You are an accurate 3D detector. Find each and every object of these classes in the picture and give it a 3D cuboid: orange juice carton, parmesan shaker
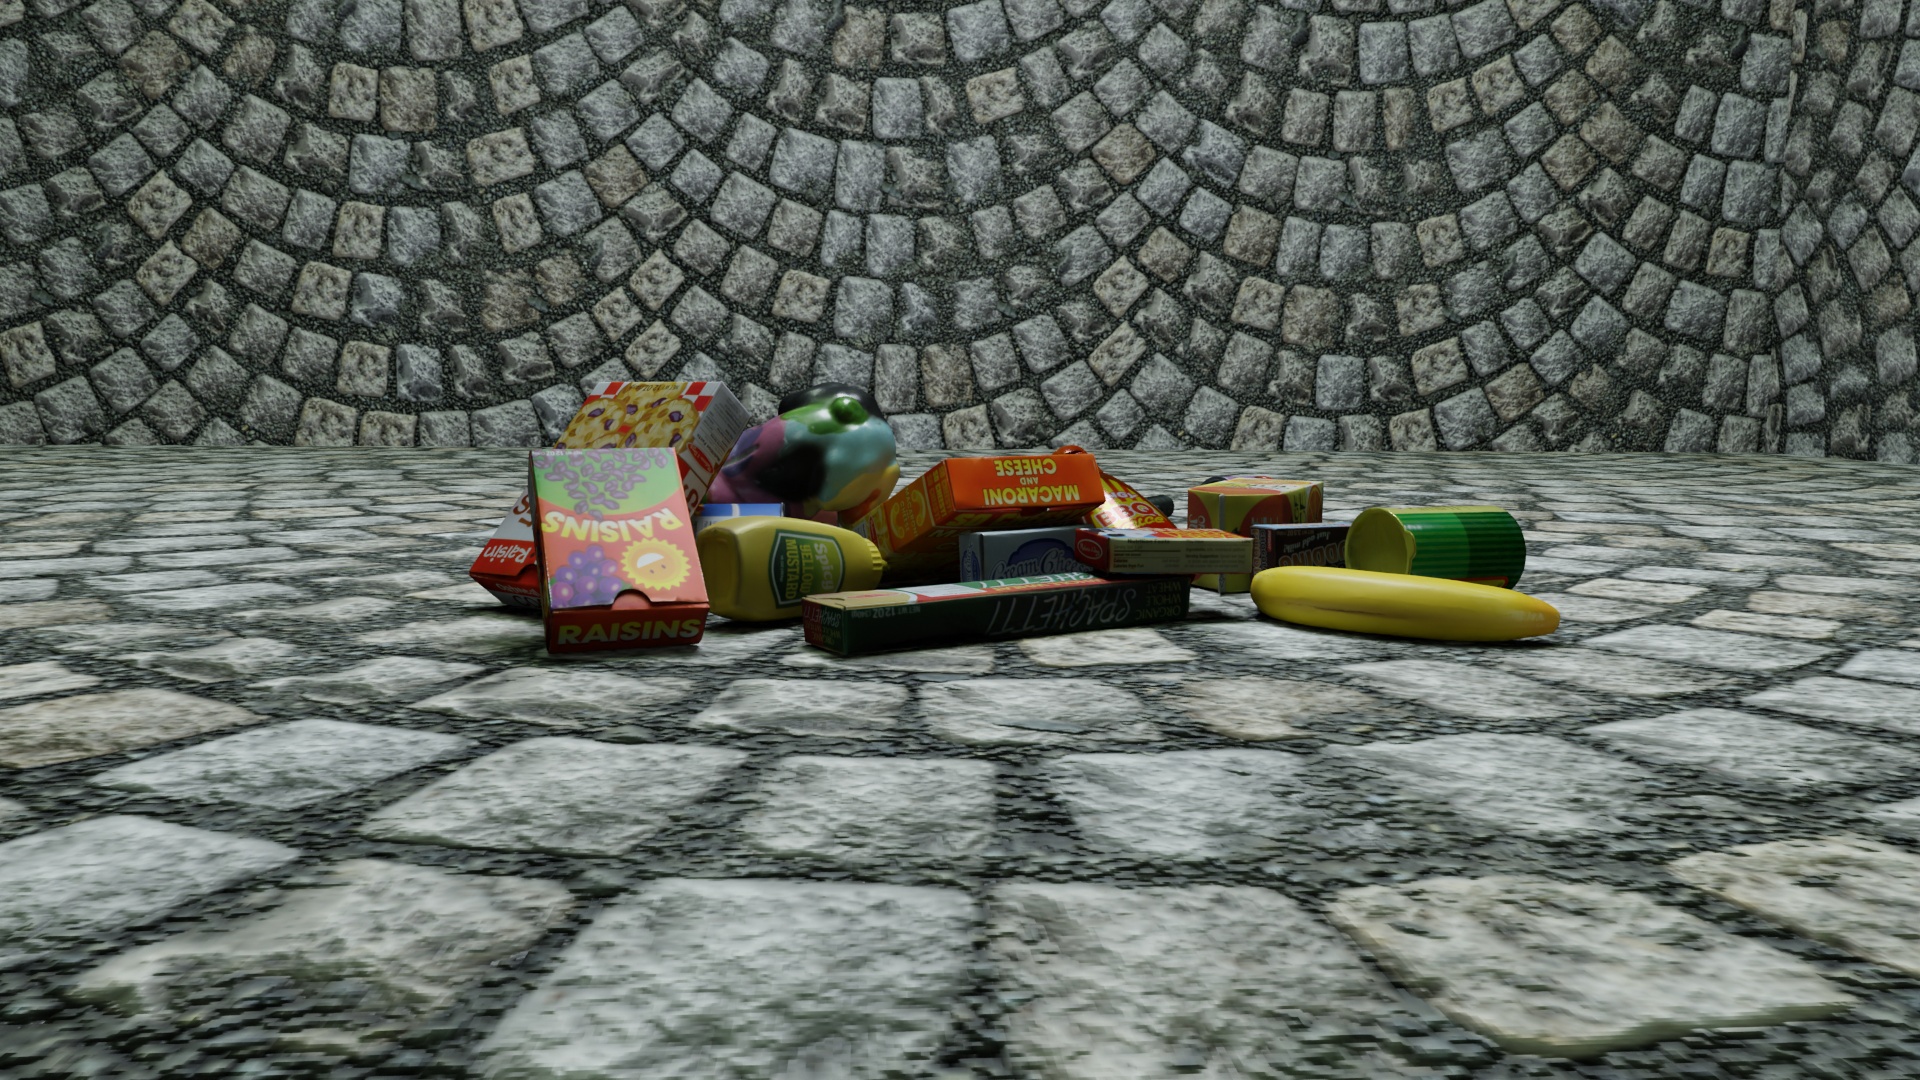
[{"bbox_3d":[0.221,-0.006,1.057,0.073,0.071,0.193,3,7,25],"label":"orange juice carton"},{"bbox_3d":[0.327,0.009,0.951,0.103,0.071,0.071,-2,7,-23],"label":"parmesan shaker"}]

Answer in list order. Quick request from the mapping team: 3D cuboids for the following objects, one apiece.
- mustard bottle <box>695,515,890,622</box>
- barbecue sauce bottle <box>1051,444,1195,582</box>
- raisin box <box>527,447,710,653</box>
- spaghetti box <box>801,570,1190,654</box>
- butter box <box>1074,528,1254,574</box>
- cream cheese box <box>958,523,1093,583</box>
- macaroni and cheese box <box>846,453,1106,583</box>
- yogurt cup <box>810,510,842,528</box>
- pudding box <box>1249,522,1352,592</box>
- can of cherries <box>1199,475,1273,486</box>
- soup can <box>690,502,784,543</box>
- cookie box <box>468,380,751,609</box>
[{"bbox_3d":[-0.096,0.016,0.880,0.049,0.065,0.160,0,1,39],"label":"mustard bottle"},{"bbox_3d":[0.106,-0.016,0.983,0.065,0.043,0.149,-13,38,-18],"label":"barbecue sauce bottle"},{"bbox_3d":[-0.196,0.003,0.788,0.086,0.039,0.124,-1,49,-23],"label":"raisin box"},{"bbox_3d":[0.029,0.040,0.828,0.251,0.028,0.050,-4,7,-32],"label":"spaghetti box"},{"bbox_3d":[0.129,0.006,0.883,0.104,0.024,0.053,0,7,-19],"label":"butter box"},{"bbox_3d":[0.045,0.018,0.911,0.104,0.053,0.024,-5,4,-40],"label":"cream cheese box"},{"bbox_3d":[0.003,-0.012,0.970,0.124,0.040,0.166,-4,-16,-33],"label":"macaroni and cheese box"},{"bbox_3d":[-0.098,-0.026,1.243,0.072,0.072,0.054,-4,15,-33],"label":"yogurt cup"},{"bbox_3d":[0.246,0.013,0.983,0.084,0.049,0.030,-2,5,-25],"label":"pudding box"},{"bbox_3d":[0.250,-0.025,1.249,0.058,0.071,0.071,-3,7,-33],"label":"can of cherries"},{"bbox_3d":[-0.160,0.008,0.930,0.084,0.071,0.071,0,6,-6],"label":"soup can"},{"bbox_3d":[-0.227,-0.030,0.902,0.123,0.168,0.040,5,-34,35],"label":"cookie box"}]
